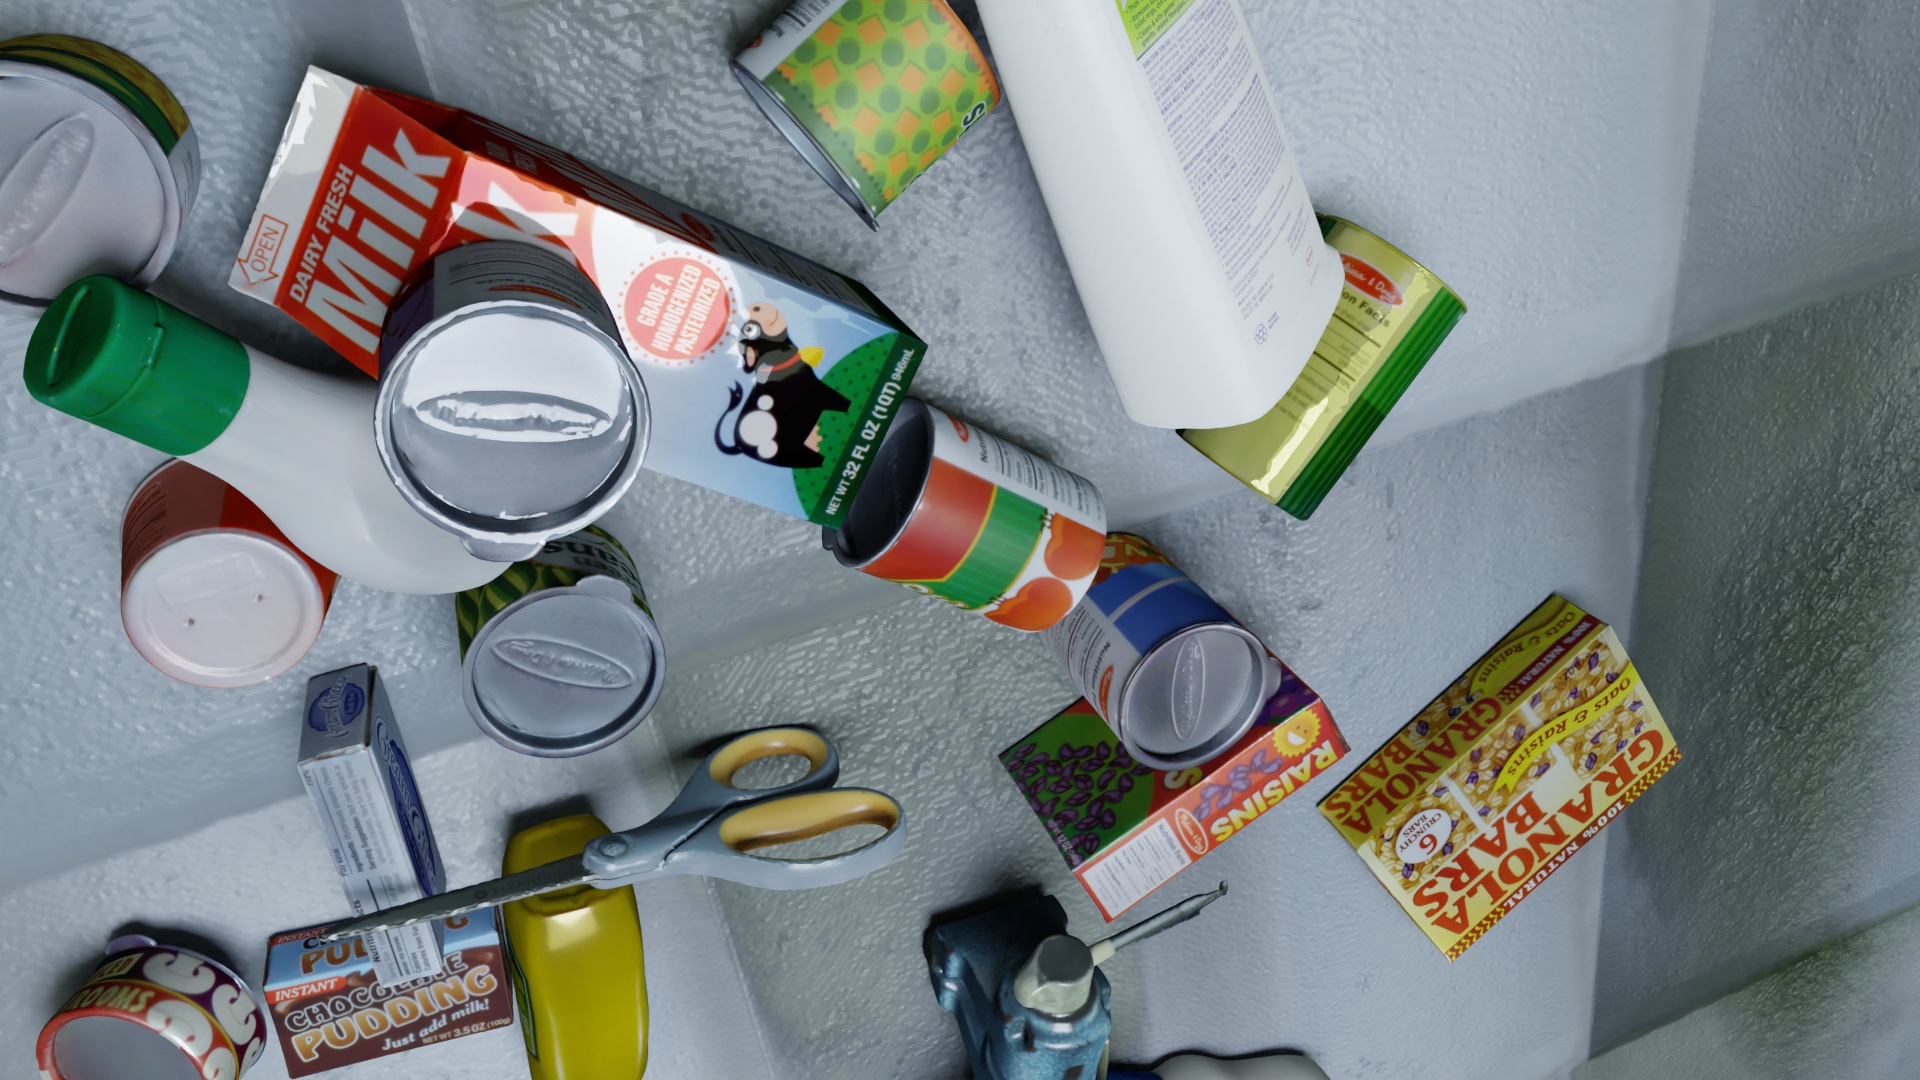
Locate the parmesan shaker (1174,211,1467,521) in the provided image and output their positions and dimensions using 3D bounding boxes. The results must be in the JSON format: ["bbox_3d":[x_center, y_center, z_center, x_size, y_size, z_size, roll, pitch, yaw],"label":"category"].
[{"bbox_3d":[0.139,-0.069,0.551,0.071,0.071,0.103,29,102,-31],"label":"parmesan shaker"}]

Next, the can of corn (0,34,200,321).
[{"bbox_3d":[-0.247,-0.101,0.375,0.071,0.058,0.070,-10,118,-18],"label":"can of corn"}]

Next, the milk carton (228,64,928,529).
[{"bbox_3d":[-0.115,-0.074,0.434,0.190,0.074,0.072,20,106,-29],"label":"milk carton"}]

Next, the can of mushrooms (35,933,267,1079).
[{"bbox_3d":[-0.290,0.178,0.496,0.071,0.033,0.070,2,115,5],"label":"can of mushrooms"}]

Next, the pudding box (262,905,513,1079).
[{"bbox_3d":[-0.219,0.170,0.538,0.084,0.030,0.049,-9,117,-19],"label":"pudding box"}]

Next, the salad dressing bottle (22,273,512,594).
[{"bbox_3d":[-0.191,-0.028,0.407,0.147,0.044,0.064,39,55,-59],"label":"salad dressing bottle"}]

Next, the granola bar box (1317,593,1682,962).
[{"bbox_3d":[0.281,0.125,0.720,0.165,0.039,0.124,-42,122,1],"label":"granola bar box"}]

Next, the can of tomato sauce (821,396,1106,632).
[{"bbox_3d":[0.002,-0.007,0.522,0.083,0.071,0.071,23,105,-31],"label":"can of tomato sauce"}]

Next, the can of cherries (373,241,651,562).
[{"bbox_3d":[-0.121,-0.038,0.370,0.071,0.058,0.071,-10,119,-18],"label":"can of cherries"}]

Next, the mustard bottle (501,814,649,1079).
[{"bbox_3d":[-0.151,0.187,0.556,0.049,0.065,0.159,-10,122,-22],"label":"mustard bottle"}]

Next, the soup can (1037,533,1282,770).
[{"bbox_3d":[0.078,0.043,0.567,0.071,0.084,0.071,-10,119,-18],"label":"soup can"}]

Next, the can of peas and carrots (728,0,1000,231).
[{"bbox_3d":[-0.028,-0.143,0.441,0.059,0.071,0.071,-43,123,1],"label":"can of peas and carrots"}]

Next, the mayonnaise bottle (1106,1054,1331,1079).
[{"bbox_3d":[0.132,0.306,0.747,0.148,0.041,0.064,15,107,-27],"label":"mayonnaise bottle"}]

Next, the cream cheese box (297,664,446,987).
[{"bbox_3d":[-0.207,0.102,0.495,0.024,0.053,0.103,-13,119,-14],"label":"cream cheese box"}]

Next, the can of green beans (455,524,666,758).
[{"bbox_3d":[-0.141,0.033,0.486,0.071,0.058,0.071,-10,118,-18],"label":"can of green beans"}]

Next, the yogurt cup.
[{"bbox_3d":[-0.230,0.010,0.440,0.072,0.054,0.072,-9,117,-19],"label":"yogurt cup"}]

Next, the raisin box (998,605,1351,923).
[{"bbox_3d":[0.089,0.093,0.595,0.123,0.086,0.040,-34,121,-4],"label":"raisin box"}]
